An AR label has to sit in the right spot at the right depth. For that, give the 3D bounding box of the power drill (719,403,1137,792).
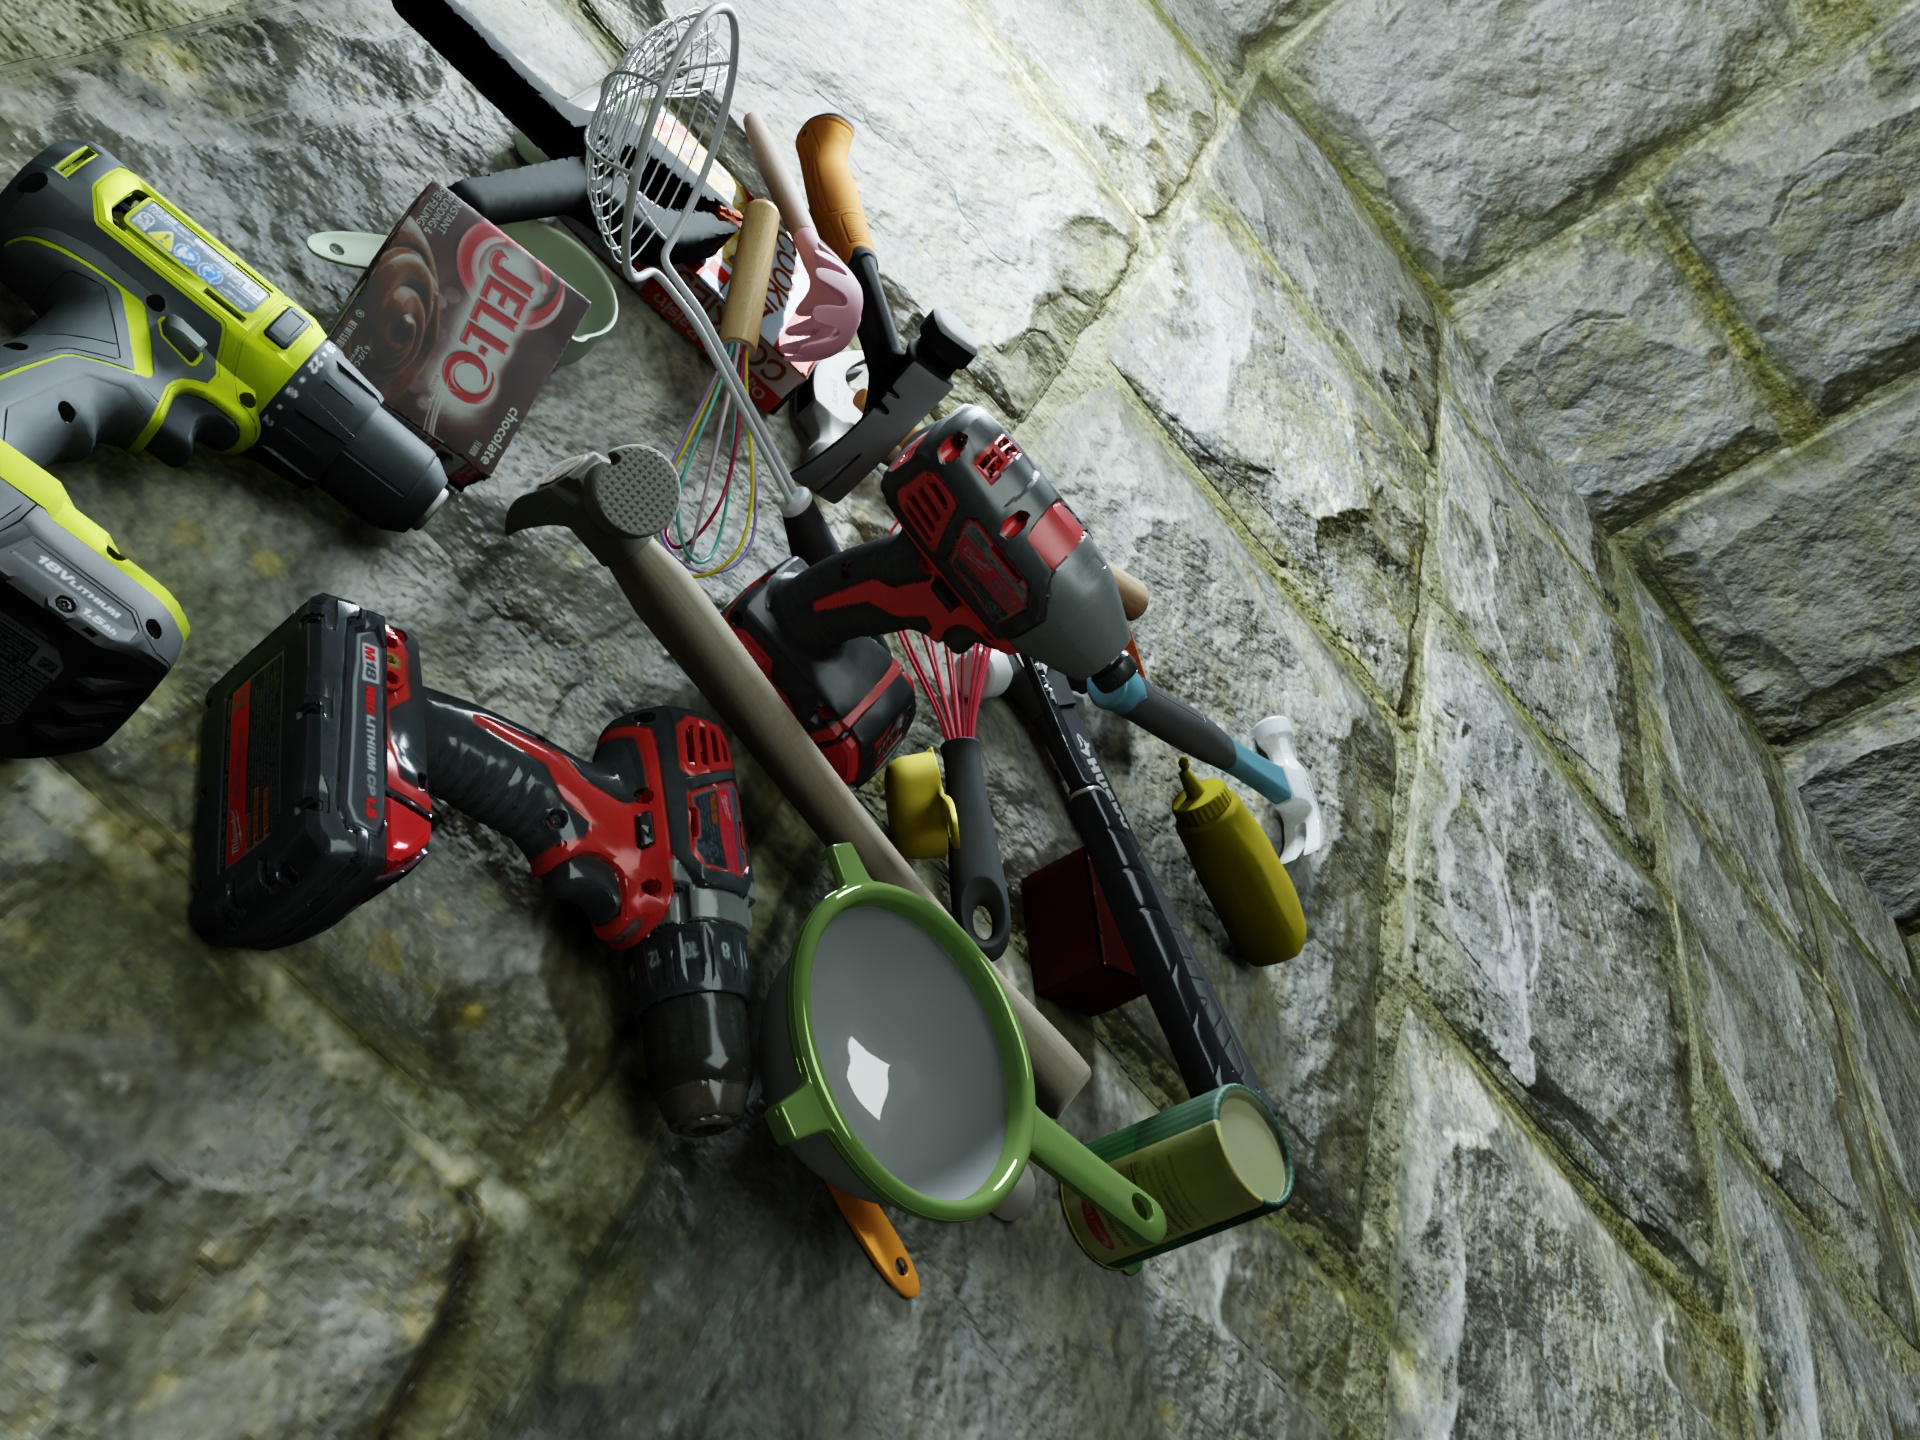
[{"bbox_3d":[-0.020,-0.044,0.764,0.143,0.219,0.078,49,47,-11],"label":"power drill"}]

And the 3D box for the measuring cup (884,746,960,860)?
[{"bbox_3d":[-0.020,0.048,0.799,0.156,0.029,0.062,-156,-121,-84],"label":"measuring cup"}]

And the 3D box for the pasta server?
[{"bbox_3d":[-0.106,-0.305,0.961,0.040,0.060,0.317,8,37,-26],"label":"pasta server"}]

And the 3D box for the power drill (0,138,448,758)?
[{"bbox_3d":[-0.301,-0.096,0.583,0.190,0.080,0.229,41,33,-23],"label":"power drill"}]

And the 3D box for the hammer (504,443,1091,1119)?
[{"bbox_3d":[-0.065,0.044,0.771,0.038,0.146,0.410,-46,114,-22],"label":"hammer"}]

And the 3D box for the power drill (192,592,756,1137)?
[{"bbox_3d":[-0.170,0.062,0.622,0.226,0.080,0.188,22,46,-46],"label":"power drill"}]

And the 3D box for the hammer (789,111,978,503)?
[{"bbox_3d":[-0.070,-0.274,0.967,0.034,0.127,0.337,28,32,-35],"label":"hammer"}]

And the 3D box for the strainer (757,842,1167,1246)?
[{"bbox_3d":[-0.005,0.182,0.723,0.256,0.069,0.152,42,34,-29],"label":"strainer"}]

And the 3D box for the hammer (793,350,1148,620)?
[{"bbox_3d":[0.017,-0.149,1.093,0.331,0.031,0.130,26,44,-39],"label":"hammer"}]

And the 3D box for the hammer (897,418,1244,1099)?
[{"bbox_3d":[0.063,0.025,0.858,0.409,0.036,0.149,67,14,2],"label":"hammer"}]

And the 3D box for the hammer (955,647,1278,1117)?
[{"bbox_3d":[0.112,0.098,1.001,0.146,0.035,0.335,-8,69,-55],"label":"hammer"}]

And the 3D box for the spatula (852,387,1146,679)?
[{"bbox_3d":[0.037,-0.113,1.035,0.322,0.041,0.081,35,20,-39],"label":"spatula"}]

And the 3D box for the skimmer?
[{"bbox_3d":[-0.084,-0.164,0.798,0.127,0.090,0.362,-70,144,-46],"label":"skimmer"}]

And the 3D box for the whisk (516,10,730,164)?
[{"bbox_3d":[-0.208,-0.396,0.995,0.057,0.059,0.246,36,40,-8],"label":"whisk"}]

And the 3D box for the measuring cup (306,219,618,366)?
[{"bbox_3d":[-0.251,-0.216,0.795,0.167,0.038,0.083,-7,66,-48],"label":"measuring cup"}]

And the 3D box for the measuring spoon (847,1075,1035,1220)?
[{"bbox_3d":[-0.006,0.202,0.768,0.124,0.018,0.034,40,36,-24],"label":"measuring spoon"}]

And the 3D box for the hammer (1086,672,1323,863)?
[{"bbox_3d":[0.178,0.017,1.118,0.330,0.033,0.128,26,43,-53],"label":"hammer"}]

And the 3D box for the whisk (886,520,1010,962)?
[{"bbox_3d":[-0.001,-0.003,0.916,0.073,0.073,0.296,20,53,-43],"label":"whisk"}]

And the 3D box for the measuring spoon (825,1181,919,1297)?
[{"bbox_3d":[-0.049,0.207,0.713,0.117,0.011,0.021,58,32,2],"label":"measuring spoon"}]

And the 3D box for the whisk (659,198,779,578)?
[{"bbox_3d":[-0.130,-0.186,0.870,0.051,0.047,0.245,38,51,-51],"label":"whisk"}]
